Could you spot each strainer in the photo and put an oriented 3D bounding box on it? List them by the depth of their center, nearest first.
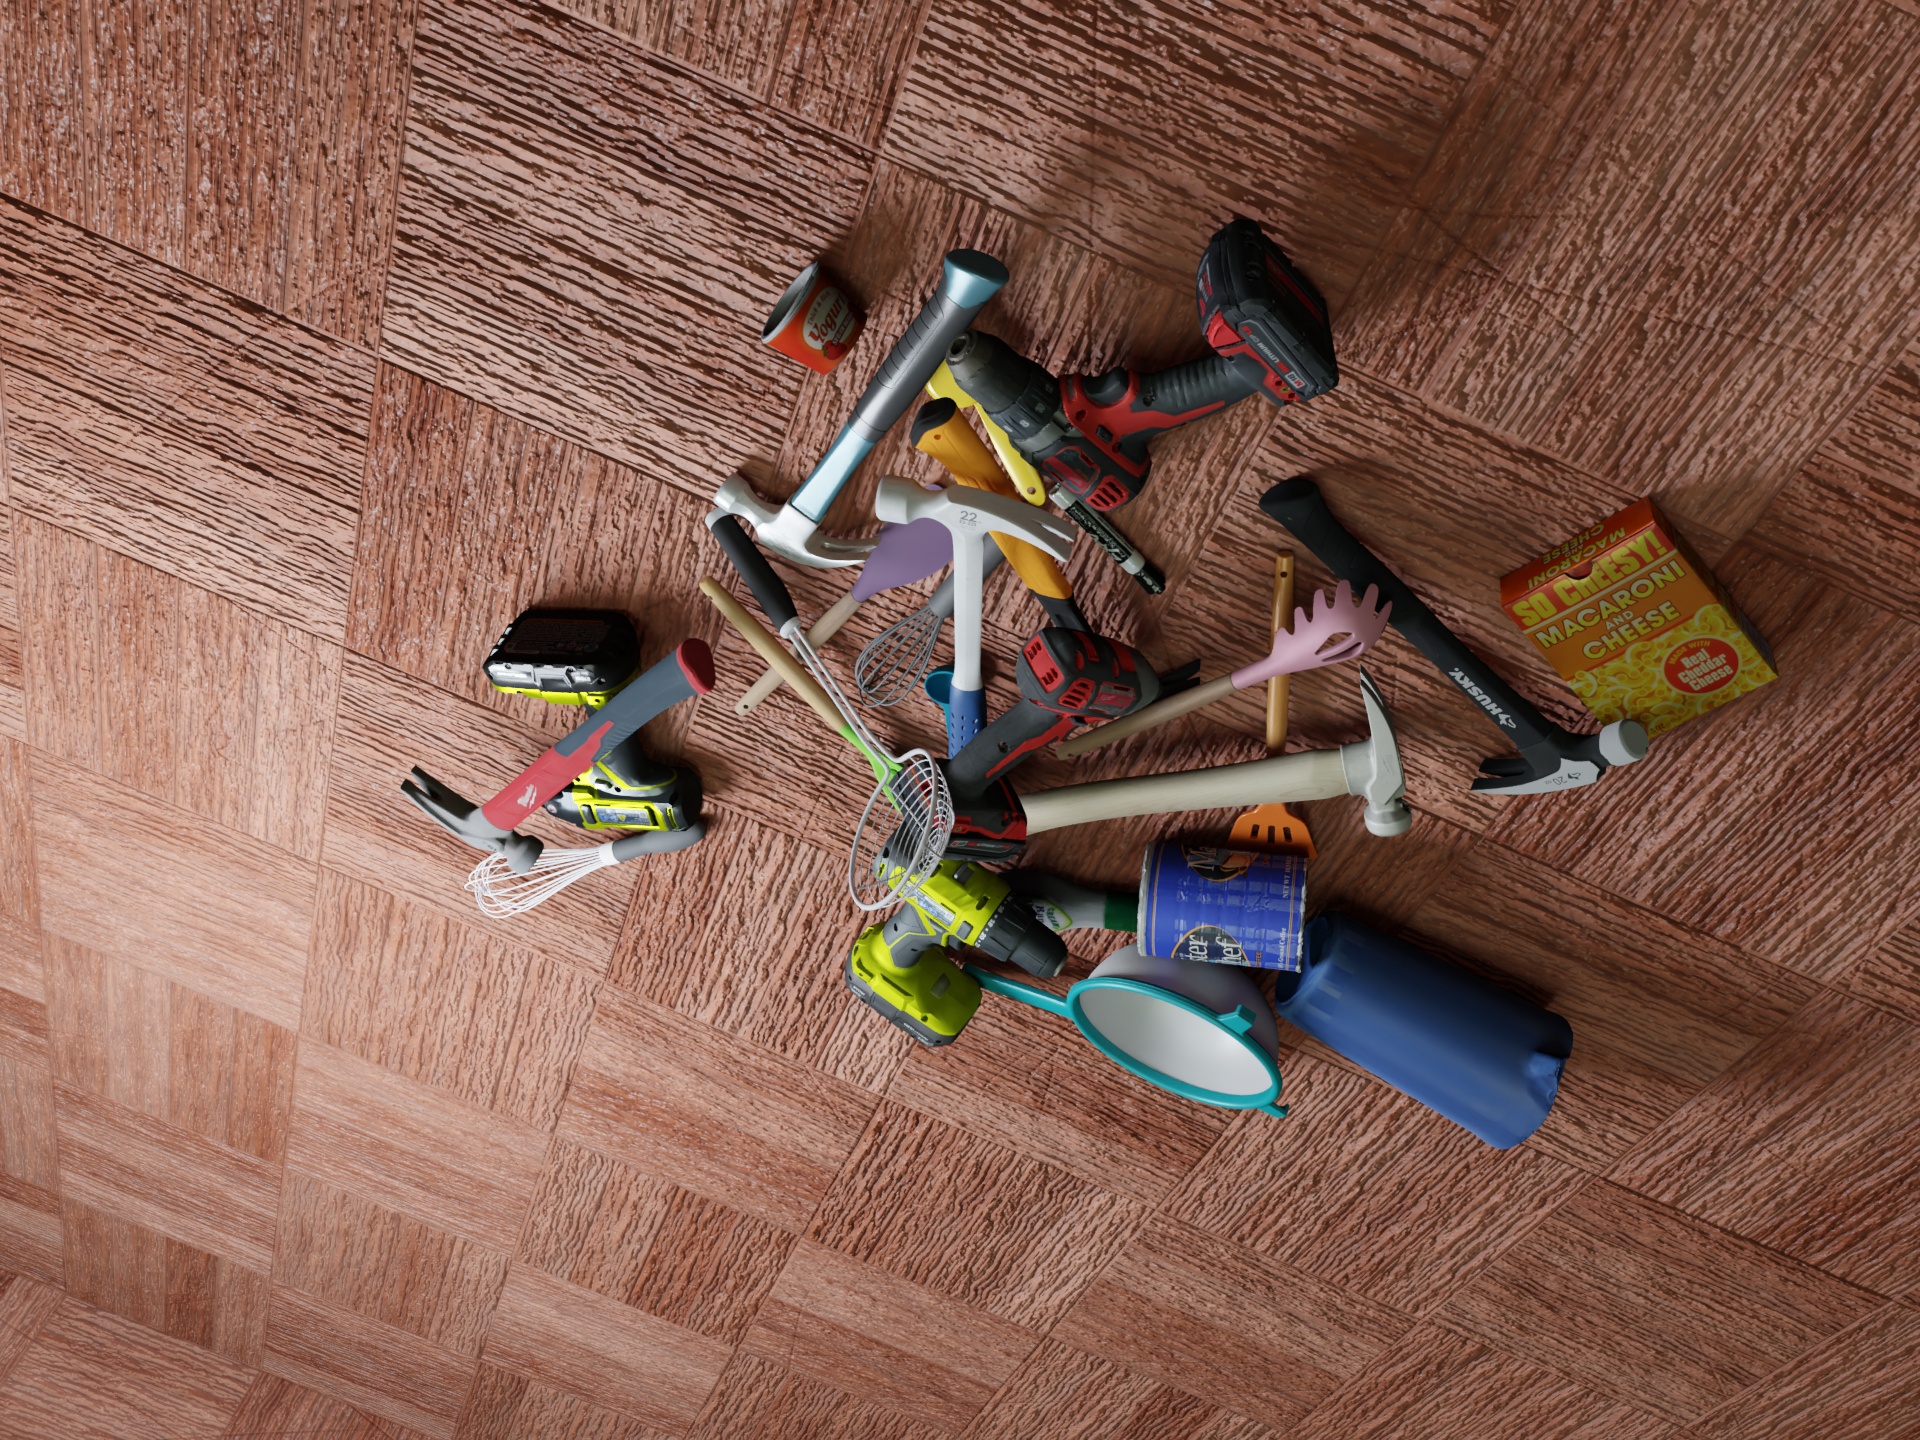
[{"bbox_3d":[0.160,0.256,1.516,0.340,0.095,0.210,13,147,32],"label":"strainer"}]

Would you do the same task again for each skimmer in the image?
[{"bbox_3d":[-0.120,-0.022,1.234,0.363,0.090,0.127,55,129,16],"label":"skimmer"}]

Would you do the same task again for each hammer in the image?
[{"bbox_3d":[-0.066,-0.227,1.183,0.128,0.033,0.331,36,136,-8],"label":"hammer"},{"bbox_3d":[0.353,-0.062,1.208,0.334,0.035,0.146,41,149,-11],"label":"hammer"},{"bbox_3d":[0.066,-0.118,1.221,0.127,0.034,0.336,-14,134,26],"label":"hammer"},{"bbox_3d":[0.011,-0.035,1.286,0.144,0.035,0.405,11,143,8],"label":"hammer"},{"bbox_3d":[0.156,0.054,1.325,0.410,0.038,0.146,-9,119,18],"label":"hammer"},{"bbox_3d":[-0.347,0.019,1.390,0.143,0.038,0.386,39,133,-21],"label":"hammer"}]

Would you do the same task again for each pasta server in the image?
[{"bbox_3d":[0.196,-0.028,1.255,0.316,0.040,0.060,-25,129,40],"label":"pasta server"}]

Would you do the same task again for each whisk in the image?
[{"bbox_3d":[-0.016,-0.092,1.301,0.055,0.055,0.239,34,126,-12],"label":"whisk"},{"bbox_3d":[-0.374,0.140,1.591,0.284,0.070,0.070,-16,123,21],"label":"whisk"}]

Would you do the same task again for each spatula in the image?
[{"bbox_3d":[0.261,0.000,1.313,0.081,0.041,0.322,4,125,13],"label":"spatula"},{"bbox_3d":[-0.100,-0.090,1.343,0.059,0.018,0.316,38,127,-17],"label":"spatula"}]

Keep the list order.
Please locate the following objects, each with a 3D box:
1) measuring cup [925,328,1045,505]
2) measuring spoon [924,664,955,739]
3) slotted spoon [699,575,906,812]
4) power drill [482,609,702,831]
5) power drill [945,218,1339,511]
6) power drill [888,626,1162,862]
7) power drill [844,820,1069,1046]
[{"bbox_3d":[0.022,-0.220,1.192,0.062,0.029,0.156,-18,119,28],"label":"measuring cup"},{"bbox_3d":[-0.002,-0.004,1.391,0.042,0.021,0.128,2,138,14],"label":"measuring spoon"},{"bbox_3d":[-0.117,-0.014,1.383,0.070,0.031,0.313,2,141,53],"label":"slotted spoon"},{"bbox_3d":[-0.345,0.010,1.460,0.171,0.080,0.223,3,132,14],"label":"power drill"},{"bbox_3d":[0.120,-0.244,1.086,0.226,0.080,0.187,-26,139,34],"label":"power drill"},{"bbox_3d":[0.058,0.017,1.257,0.143,0.079,0.219,9,134,-47],"label":"power drill"},{"bbox_3d":[-0.010,0.211,1.482,0.190,0.080,0.228,35,141,7],"label":"power drill"}]
